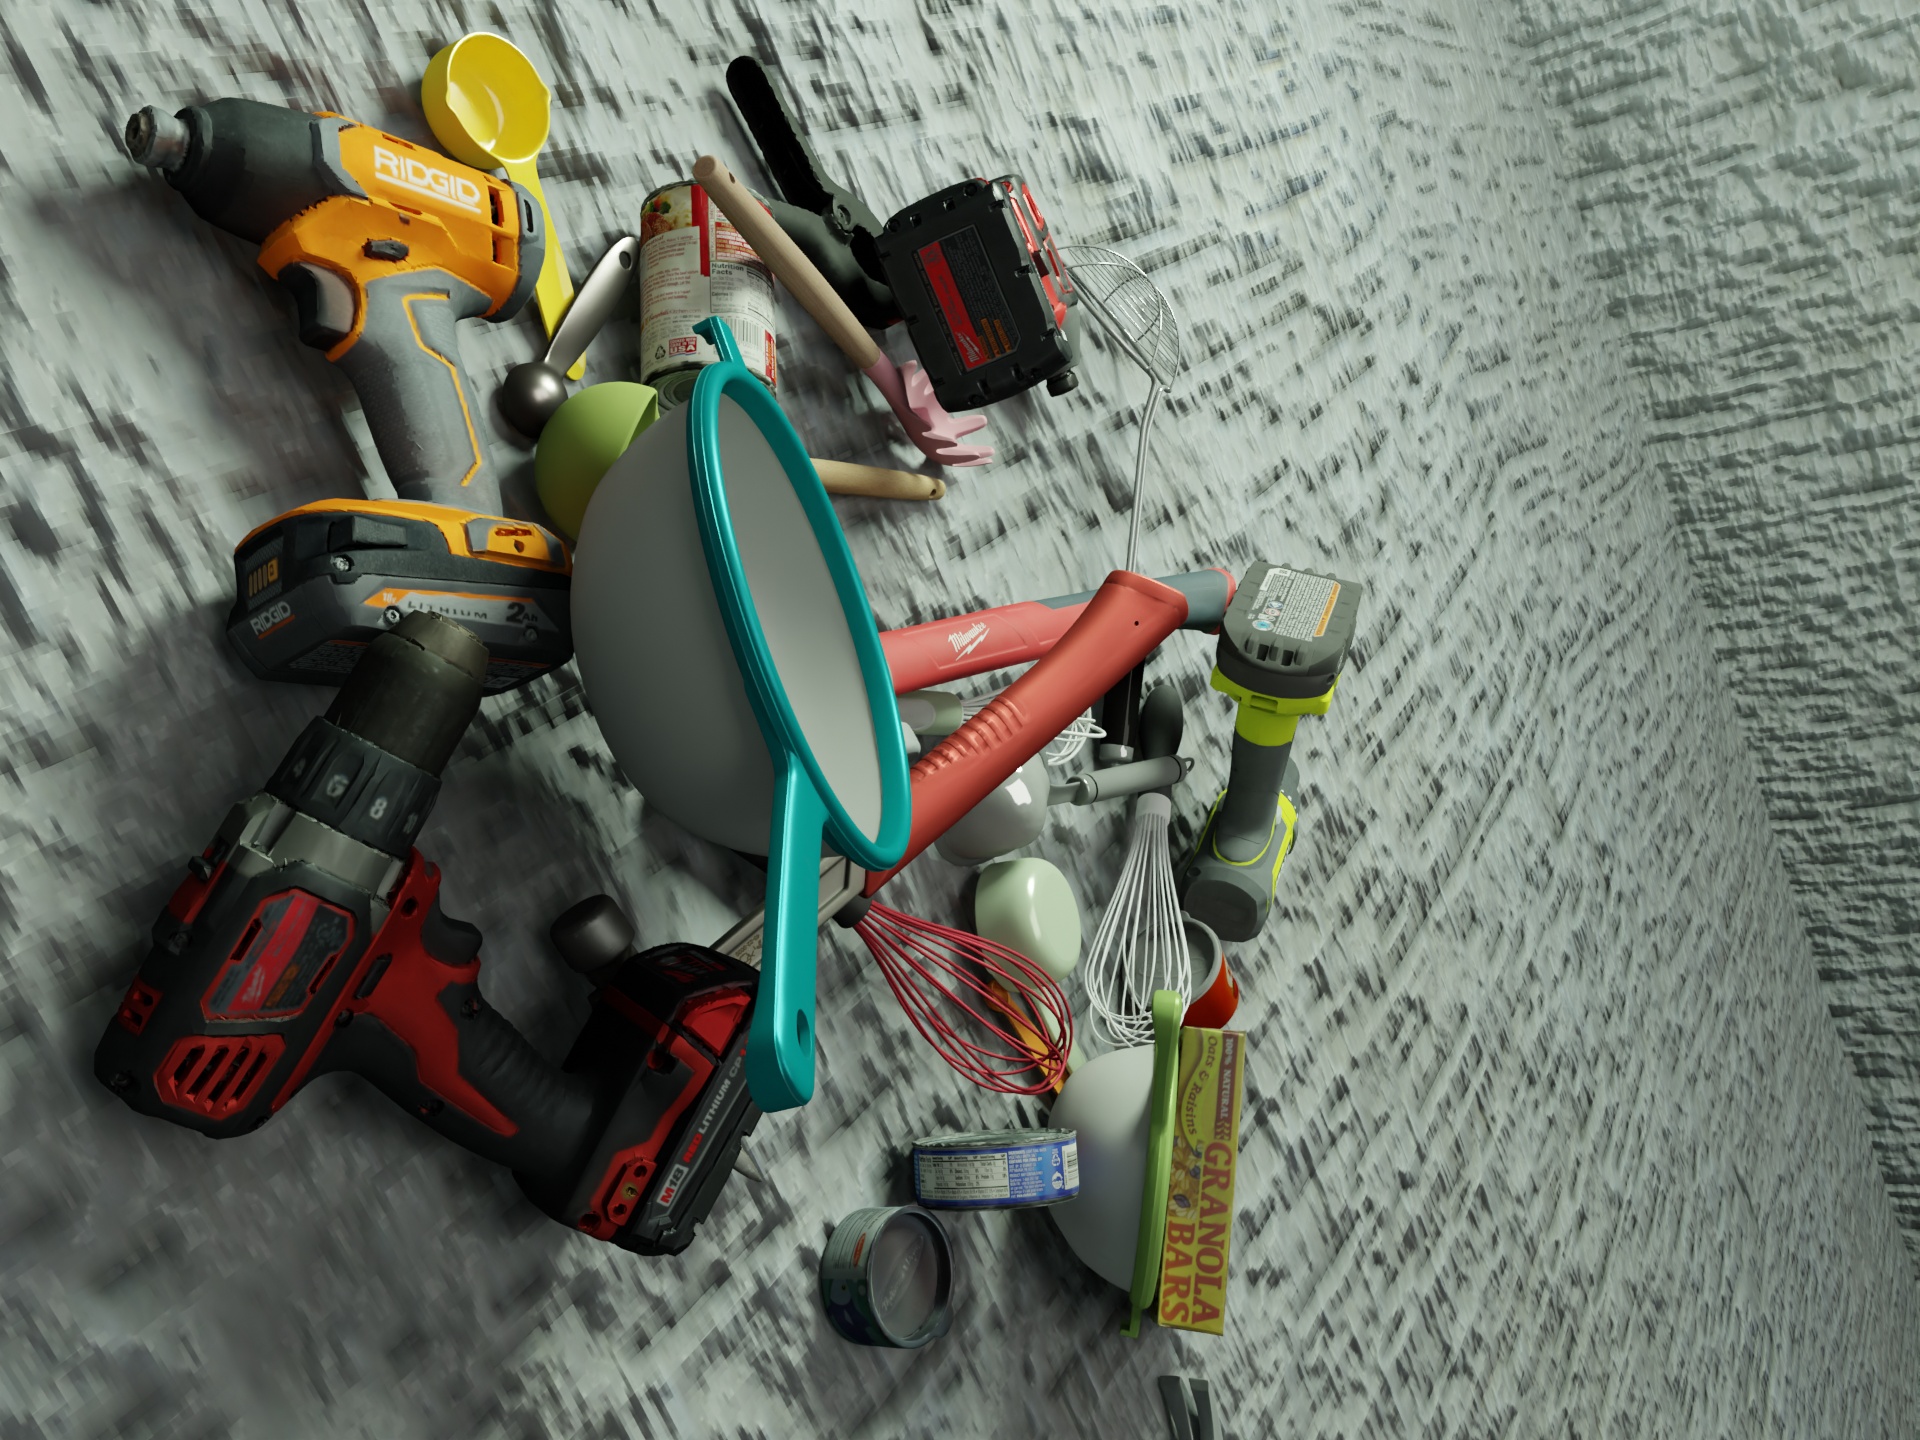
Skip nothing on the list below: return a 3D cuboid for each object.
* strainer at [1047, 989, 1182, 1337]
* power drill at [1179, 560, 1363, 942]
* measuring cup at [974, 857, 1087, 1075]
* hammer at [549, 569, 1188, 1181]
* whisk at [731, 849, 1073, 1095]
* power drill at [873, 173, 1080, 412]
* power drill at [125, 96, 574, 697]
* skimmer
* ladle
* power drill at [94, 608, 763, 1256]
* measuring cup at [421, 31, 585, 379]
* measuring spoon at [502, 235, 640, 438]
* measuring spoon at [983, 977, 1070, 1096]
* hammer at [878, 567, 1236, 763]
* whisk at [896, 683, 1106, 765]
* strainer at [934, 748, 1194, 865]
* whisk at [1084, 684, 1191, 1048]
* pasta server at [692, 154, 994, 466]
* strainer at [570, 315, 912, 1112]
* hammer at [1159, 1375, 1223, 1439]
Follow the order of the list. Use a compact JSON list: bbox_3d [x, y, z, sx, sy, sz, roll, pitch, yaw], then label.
[{"bbox_3d":[0.079,0.214,0.853,0.256,0.069,0.152,86,12,-50],"label":"strainer"},{"bbox_3d":[0.210,0.013,1.084,0.191,0.080,0.228,-54,154,-52],"label":"power drill"},{"bbox_3d":[0.060,0.155,0.931,0.167,0.038,0.083,64,27,-17],"label":"measuring cup"},{"bbox_3d":[-0.014,0.049,0.765,0.359,0.037,0.149,-39,111,-24],"label":"hammer"},{"bbox_3d":[-0.040,0.106,0.814,0.295,0.073,0.073,42,48,-29],"label":"whisk"},{"bbox_3d":[0.026,-0.255,0.962,0.220,0.078,0.143,-59,127,-69],"label":"power drill"},{"bbox_3d":[-0.235,-0.130,0.620,0.164,0.084,0.227,7,69,-51],"label":"power drill"},{"bbox_3d":[0.095,-0.151,1.093,0.127,0.090,0.363,21,73,-59],"label":"skimmer"},{"bbox_3d":[-0.092,-0.124,0.822,0.062,0.078,0.320,38,22,25],"label":"ladle"},{"bbox_3d":[-0.168,0.085,0.588,0.226,0.080,0.188,36,77,-36],"label":"power drill"},{"bbox_3d":[-0.208,-0.235,0.740,0.062,0.029,0.156,-34,118,-49],"label":"measuring cup"},{"bbox_3d":[-0.175,-0.184,0.746,0.034,0.018,0.124,52,51,-44],"label":"measuring spoon"},{"bbox_3d":[0.042,0.193,0.931,0.116,0.011,0.021,57,30,-28],"label":"measuring spoon"},{"bbox_3d":[0.043,-0.068,0.937,0.386,0.038,0.143,-16,73,-49],"label":"hammer"},{"bbox_3d":[-0.001,-0.003,0.908,0.246,0.059,0.058,3,104,-48],"label":"whisk"},{"bbox_3d":[0.069,0.042,0.951,0.258,0.050,0.086,-9,123,-48],"label":"strainer"},{"bbox_3d":[0.121,0.084,1.027,0.070,0.070,0.285,45,40,-34],"label":"whisk"},{"bbox_3d":[-0.053,-0.209,0.845,0.316,0.040,0.060,36,39,-65],"label":"pasta server"},{"bbox_3d":[-0.094,0.011,0.593,0.341,0.095,0.210,-95,165,-51],"label":"strainer"},{"bbox_3d":[0.029,0.433,0.811,0.405,0.035,0.144,17,66,-49],"label":"hammer"}]
